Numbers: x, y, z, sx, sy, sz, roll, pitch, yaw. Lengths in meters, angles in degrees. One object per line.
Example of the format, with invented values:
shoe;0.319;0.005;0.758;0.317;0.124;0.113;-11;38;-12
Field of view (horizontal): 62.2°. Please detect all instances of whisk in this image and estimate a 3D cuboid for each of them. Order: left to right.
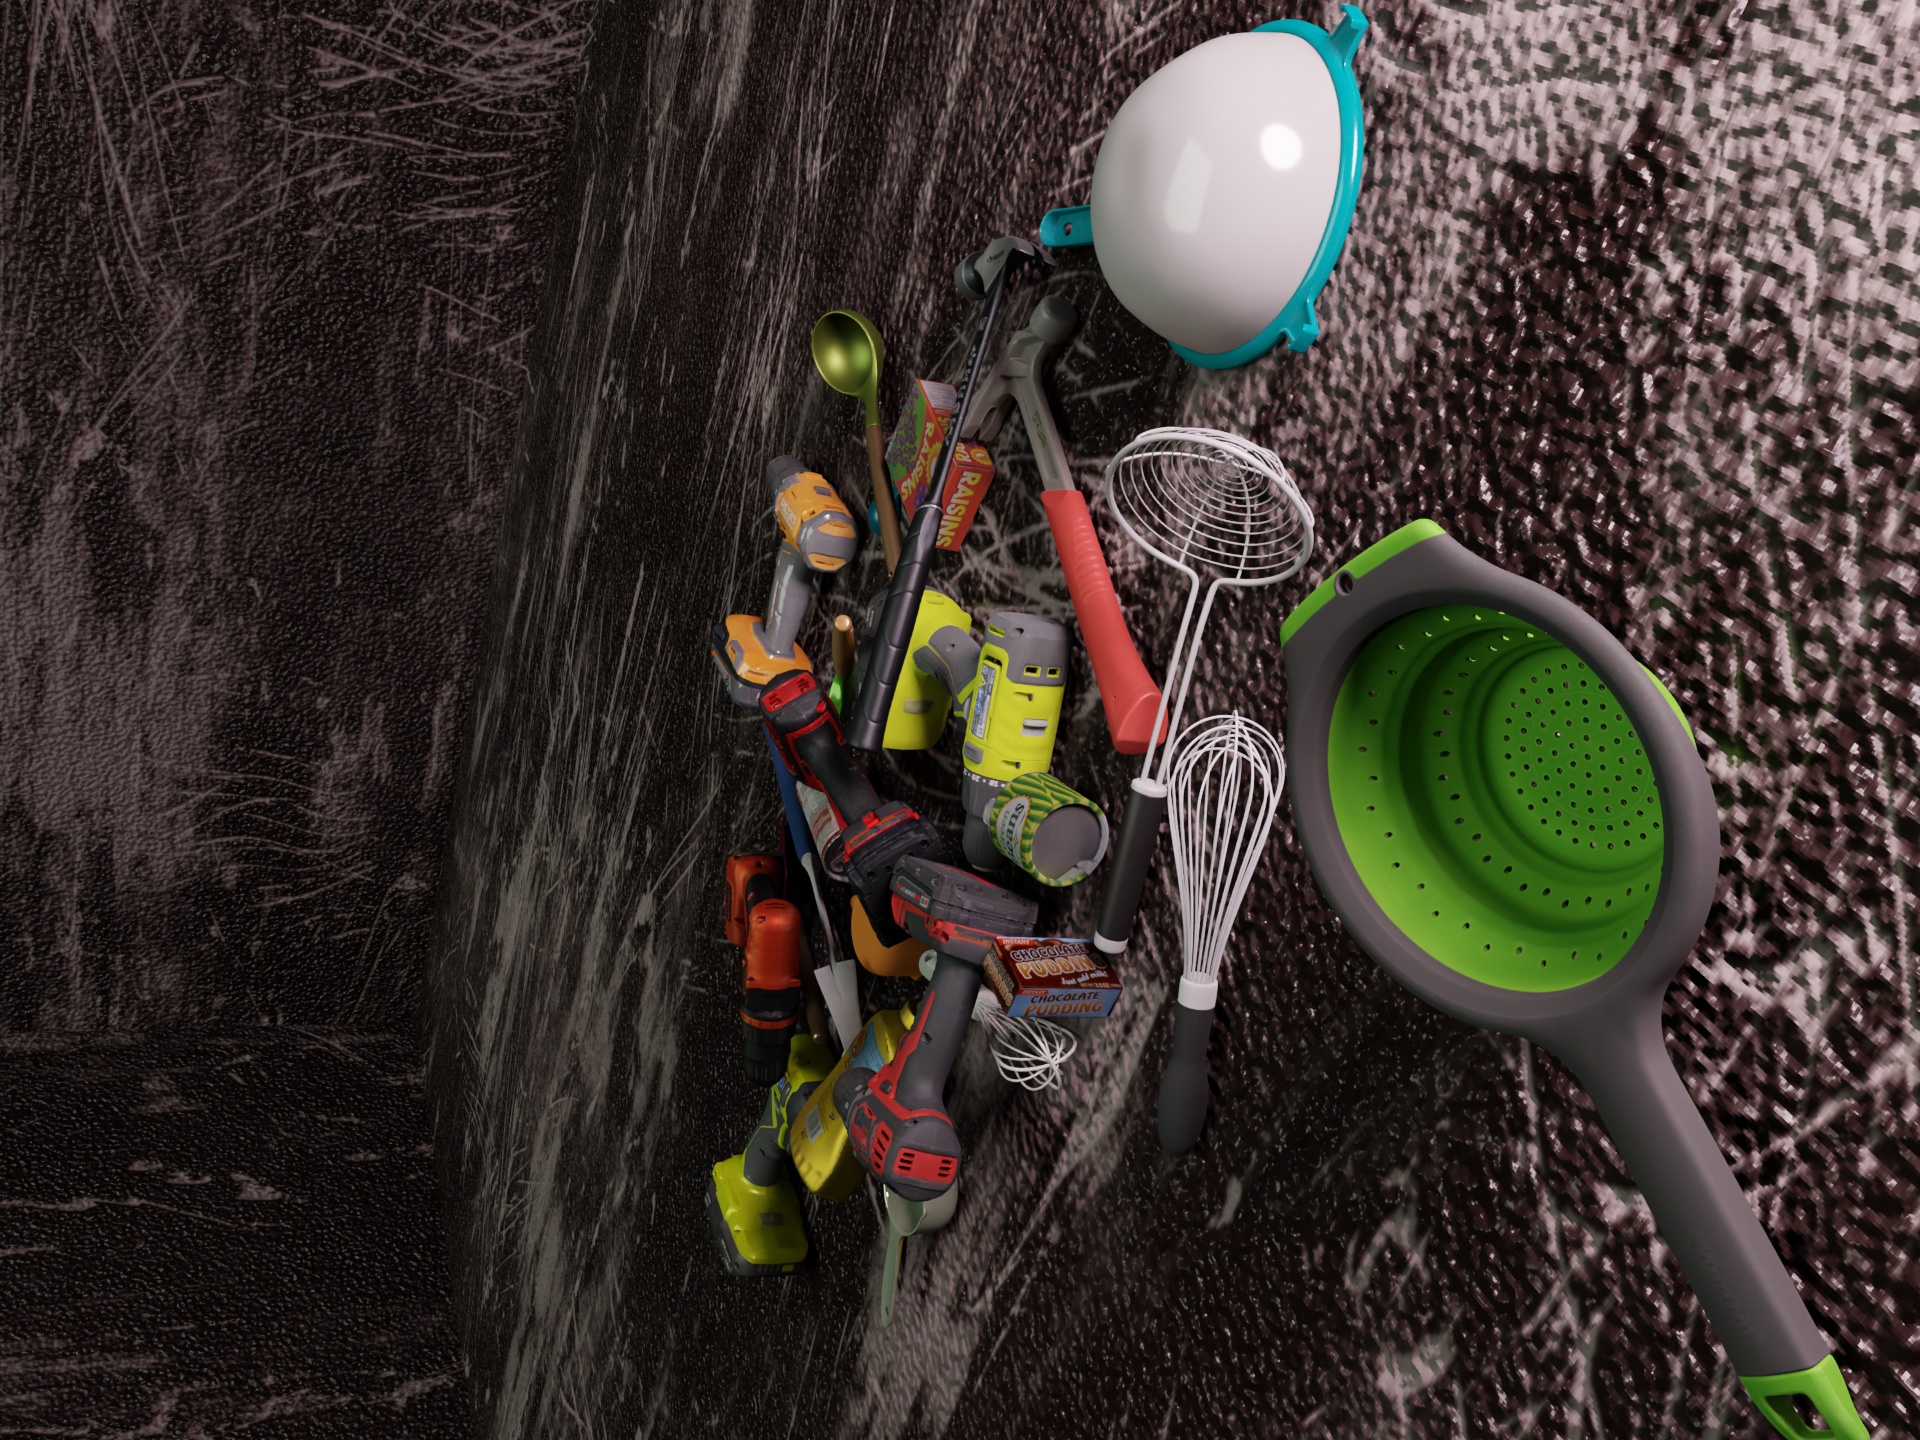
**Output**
whisk;0.020;0.217;1.197;0.059;0.058;0.246;66;164;-19
whisk;0.147;0.132;0.955;0.070;0.070;0.284;31;119;60

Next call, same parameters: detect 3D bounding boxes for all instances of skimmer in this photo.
skimmer;0.121;-0.004;0.977;0.127;0.090;0.363;19;114;17

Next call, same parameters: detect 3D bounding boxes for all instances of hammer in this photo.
hammer;-0.138;0.136;1.486;0.143;0.035;0.406;81;172;-45
hammer;-0.016;-0.173;1.203;0.149;0.036;0.409;7;81;70
hammer;0.076;-0.129;1.139;0.149;0.036;0.359;-54;41;47

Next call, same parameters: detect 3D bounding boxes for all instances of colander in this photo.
colander;0.282;0.098;0.676;0.204;0.094;0.397;-43;67;53

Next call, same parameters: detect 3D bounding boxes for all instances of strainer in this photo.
strainer;0.113;-0.339;1.030;0.341;0.095;0.211;22;106;60

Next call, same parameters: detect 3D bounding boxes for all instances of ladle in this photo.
ladle;-0.086;-0.243;1.418;0.078;0.062;0.320;-50;40;44

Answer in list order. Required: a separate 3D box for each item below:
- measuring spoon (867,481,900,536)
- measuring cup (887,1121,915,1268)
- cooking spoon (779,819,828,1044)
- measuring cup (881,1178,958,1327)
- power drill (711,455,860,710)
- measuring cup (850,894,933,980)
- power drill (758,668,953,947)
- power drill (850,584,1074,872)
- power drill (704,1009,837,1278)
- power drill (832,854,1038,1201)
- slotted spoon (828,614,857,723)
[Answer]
measuring spoon;-0.060;-0.225;1.431;0.042;0.021;0.128;56;134;50
measuring cup;-0.062;0.407;1.343;0.062;0.029;0.156;7;90;63
cooking spoon;-0.153;0.198;1.514;0.319;0.017;0.068;-111;25;-57
measuring cup;-0.037;0.417;1.291;0.083;0.038;0.167;33;118;59
power drill;-0.181;-0.145;1.598;0.186;0.084;0.226;56;130;51
measuring cup;-0.077;0.170;1.380;0.174;0.052;0.095;6;92;61
power drill;-0.087;0.070;1.298;0.220;0.078;0.143;53;169;36
power drill;-0.002;-0.004;1.234;0.229;0.080;0.190;31;114;57
power drill;-0.166;0.410;1.502;0.171;0.080;0.223;54;130;52
power drill;-0.032;0.219;1.169;0.188;0.080;0.227;-167;93;-70
slotted spoon;-0.100;-0.046;1.367;0.313;0.031;0.070;111;169;-79
